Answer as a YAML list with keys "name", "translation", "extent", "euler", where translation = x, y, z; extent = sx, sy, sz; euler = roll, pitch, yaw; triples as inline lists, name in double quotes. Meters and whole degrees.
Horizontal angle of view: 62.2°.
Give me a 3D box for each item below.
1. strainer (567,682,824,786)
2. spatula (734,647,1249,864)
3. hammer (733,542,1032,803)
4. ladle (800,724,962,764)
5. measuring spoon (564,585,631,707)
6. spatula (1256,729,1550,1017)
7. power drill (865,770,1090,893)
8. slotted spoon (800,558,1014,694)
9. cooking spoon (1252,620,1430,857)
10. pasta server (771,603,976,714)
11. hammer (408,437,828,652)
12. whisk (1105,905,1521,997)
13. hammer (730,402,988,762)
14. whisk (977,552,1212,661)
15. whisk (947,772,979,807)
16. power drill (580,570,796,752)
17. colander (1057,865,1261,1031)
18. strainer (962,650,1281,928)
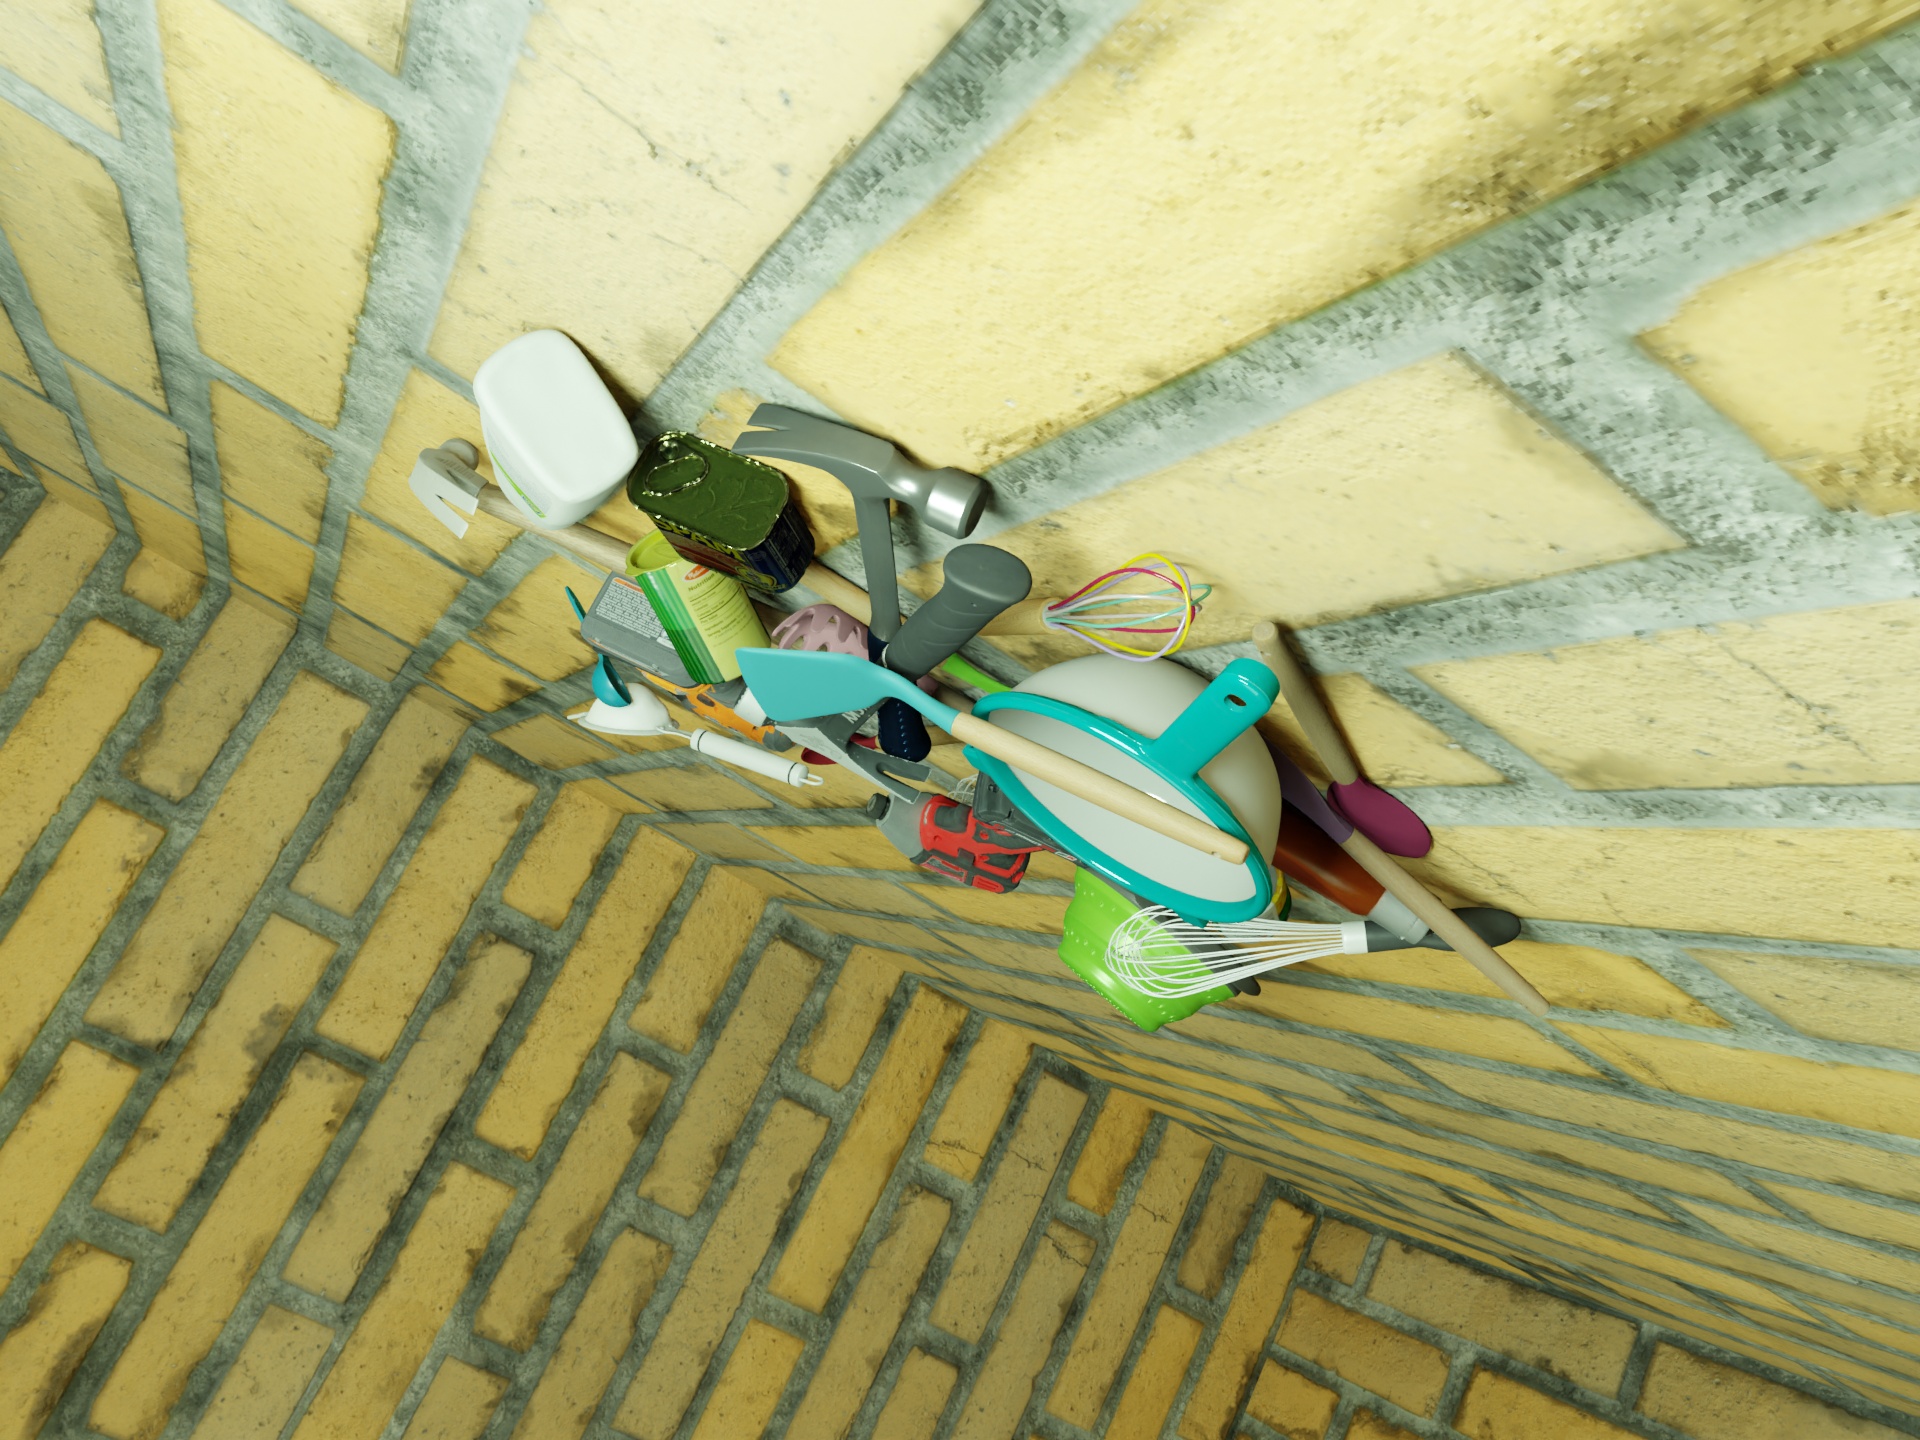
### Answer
- name: "strainer"
  translation: [-0.224, 0.012, 1.340]
  extent: [0.258, 0.050, 0.087]
  euler: [18, -163, 22]
- name: "spatula"
  translation: [0.015, 0.021, 0.910]
  extent: [0.318, 0.044, 0.082]
  euler: [24, 156, 23]
- name: "hammer"
  translation: [-0.039, -0.027, 0.992]
  extent: [0.149, 0.036, 0.409]
  euler: [31, 160, -9]
- name: "ladle"
  translation: [-0.058, 0.018, 1.398]
  extent: [0.069, 0.031, 0.315]
  euler: [0, 177, -29]
- name: "measuring spoon"
  translation: [-0.314, -0.060, 1.342]
  extent: [0.129, 0.021, 0.042]
  euler: [59, -177, 24]
- name: "spatula"
  translation: [0.264, 0.089, 1.010]
  extent: [0.315, 0.018, 0.060]
  euler: [41, 166, -11]
- name: "power drill"
  translation: [0.022, 0.076, 1.248]
  extent: [0.143, 0.079, 0.219]
  euler: [25, 156, -18]
- name: "slotted spoon"
  translation: [-0.031, -0.057, 1.102]
  extent: [0.313, 0.031, 0.070]
  euler: [32, 165, -10]
- name: "cooking spoon"
  translation: [0.222, 0.022, 0.939]
  extent: [0.069, 0.017, 0.318]
  euler: [17, 163, 34]
- name: "pasta server"
  translation: [-0.002, -0.004, 1.209]
  extent: [0.316, 0.040, 0.060]
  euler: [32, 150, -23]
- name: "hammer"
  translation: [-0.251, -0.120, 1.191]
  extent: [0.331, 0.031, 0.130]
  euler: [24, -162, -10]
- name: "whisk"
  translation: [0.242, 0.153, 1.109]
  extent: [0.284, 0.070, 0.070]
  euler: [-6, 156, 12]
- name: "hammer"
  translation: [-0.052, -0.066, 1.018]
  extent: [0.144, 0.035, 0.405]
  euler: [25, 160, 11]
- name: "whisk"
  translation: [0.064, -0.064, 0.898]
  extent: [0.047, 0.051, 0.245]
  euler: [55, 161, -16]
- name: "whisk"
  translation: [0.078, 0.080, 1.339]
  extent: [0.246, 0.059, 0.057]
  euler: [4, 166, 46]
- name: "power drill"
  translation: [-0.234, -0.054, 1.368]
  extent: [0.164, 0.084, 0.226]
  euler: [24, 169, 21]
- name: "colander"
  translation: [0.139, 0.181, 1.302]
  extent: [0.205, 0.094, 0.396]
  euler: [39, 174, 17]
- name: "strainer"
  translation: [0.127, 0.005, 0.906]
  extent: [0.211, 0.095, 0.340]
  euler: [36, 159, 2]
